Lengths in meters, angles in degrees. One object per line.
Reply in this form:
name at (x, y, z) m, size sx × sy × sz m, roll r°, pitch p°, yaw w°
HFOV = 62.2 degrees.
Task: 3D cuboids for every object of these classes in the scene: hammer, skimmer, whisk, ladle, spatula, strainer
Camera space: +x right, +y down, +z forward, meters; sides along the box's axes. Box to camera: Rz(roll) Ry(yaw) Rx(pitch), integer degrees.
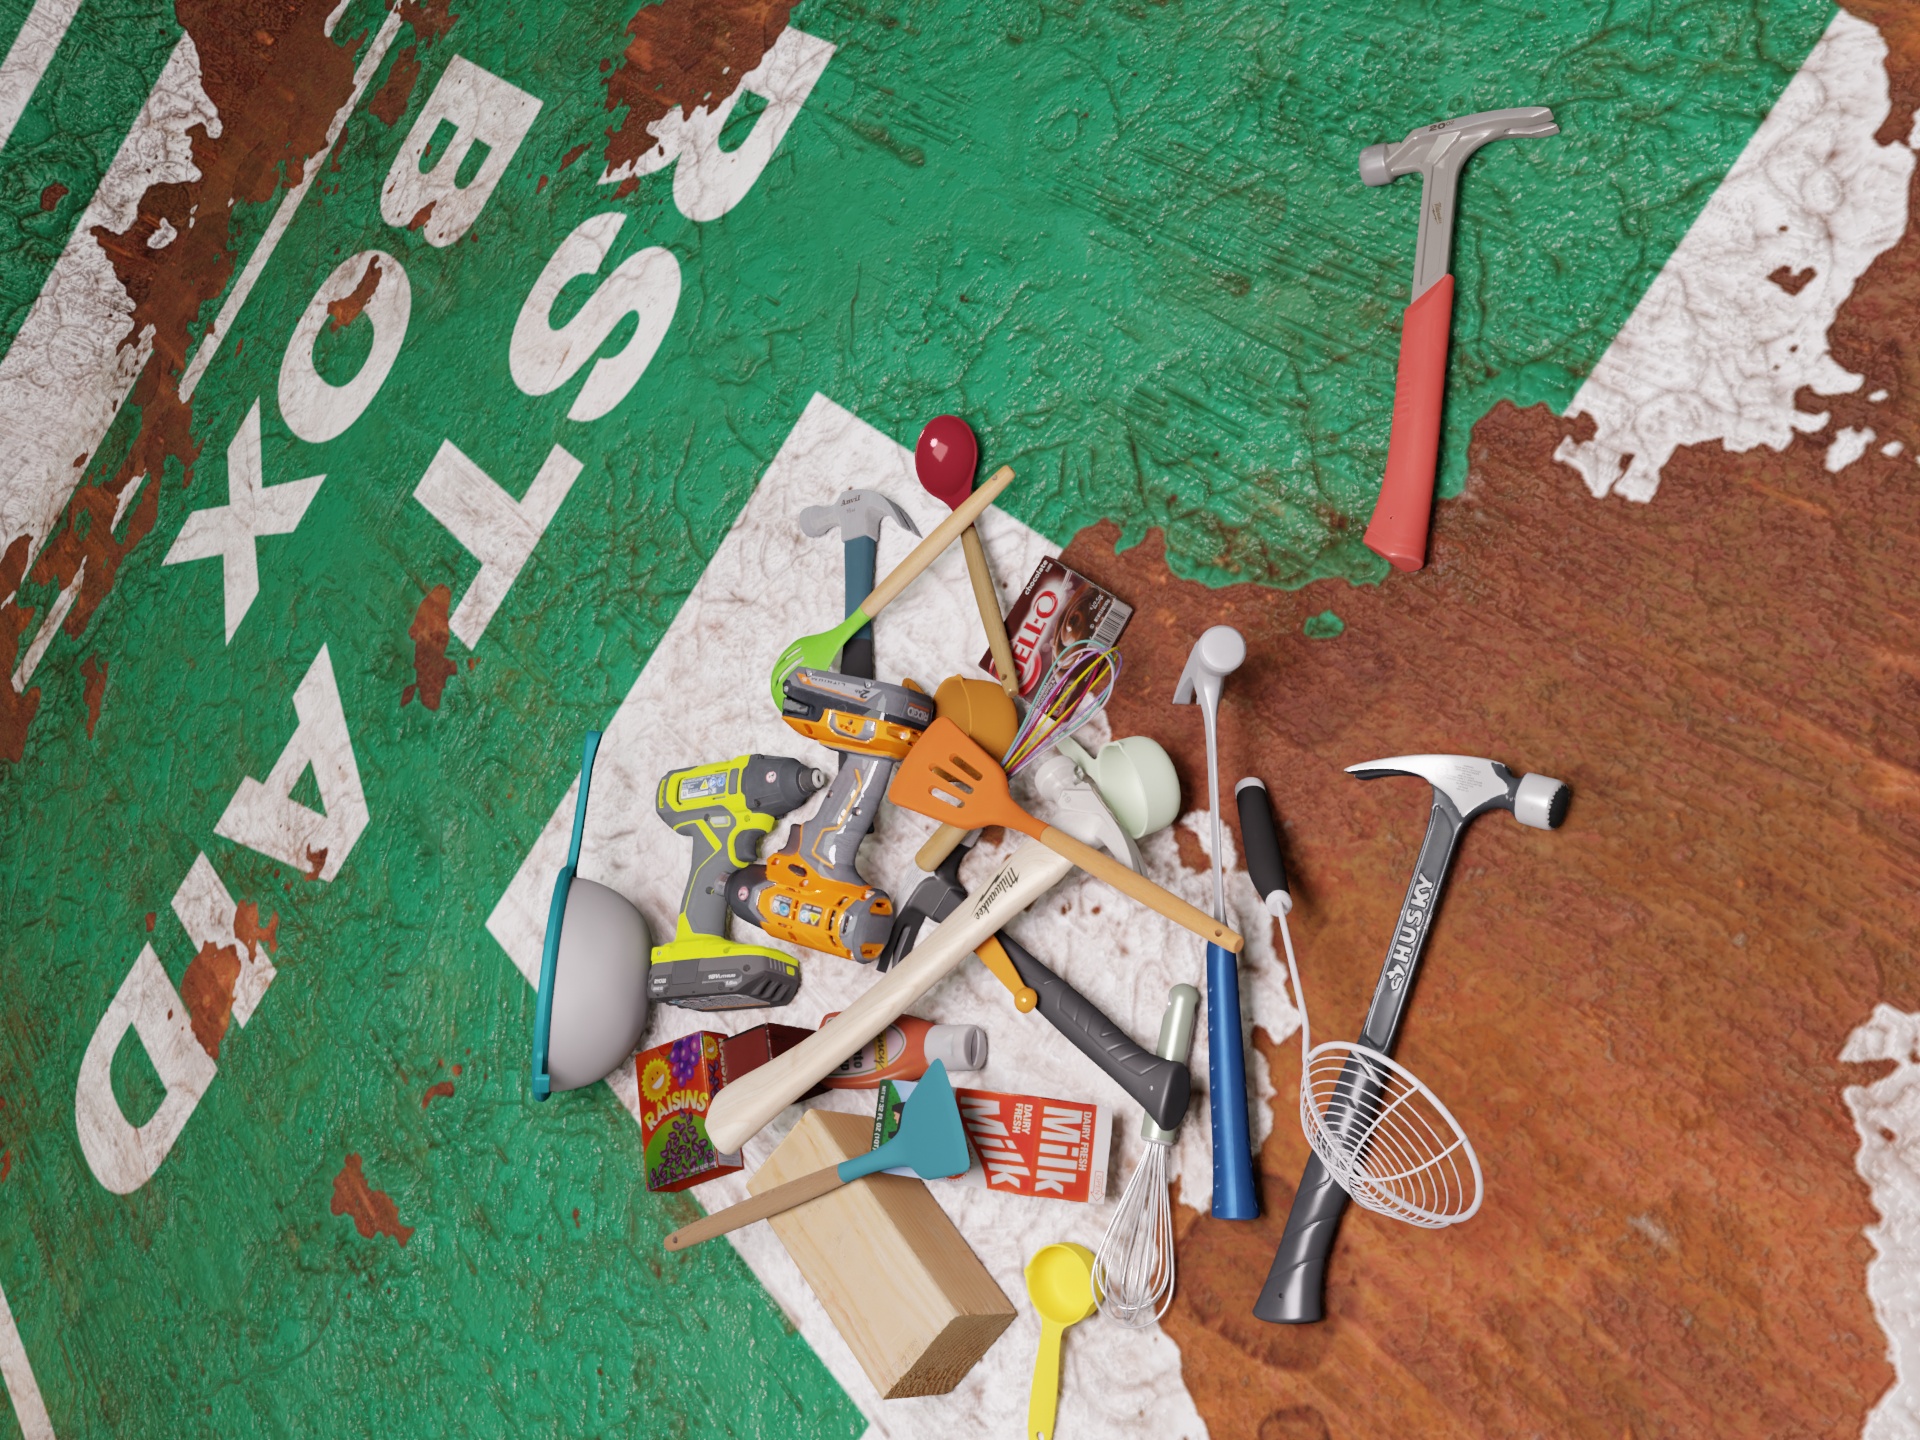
hammer at (-0.095, -0.057, 1.446) m, size 0.128 × 0.033 × 0.331 m, roll -13°, pitch 68°, yaw 33°
skimmer at (0.251, 0.164, 1.054) m, size 0.090 × 0.127 × 0.364 m, roll -6°, pitch 40°, yaw 3°
hammer at (-0.035, 0.206, 1.231) m, size 0.410 × 0.038 × 0.146 m, roll -41°, pitch 46°, yaw 8°
hammer at (0.186, 0.144, 1.141) m, size 0.035 × 0.144 × 0.406 m, roll -1°, pitch 81°, yaw 0°
hammer at (0.279, 0.215, 1.086) m, size 0.149 × 0.036 × 0.409 m, roll 17°, pitch 85°, yaw 39°
whisk at (0.043, 0.030, 1.263) m, size 0.245 × 0.051 × 0.047 m, roll -49°, pitch 13°, yaw 17°
hammer at (0.054, 0.206, 1.227) m, size 0.335 × 0.035 × 0.146 m, roll 36°, pitch 97°, yaw 45°
whisk at (0.142, 0.312, 1.150) m, size 0.059 × 0.057 × 0.246 m, roll 12°, pitch 77°, yaw 3°
ladle at (0.012, -0.145, 1.375) m, size 0.069 × 0.031 × 0.316 m, roll -37°, pitch 48°, yaw 28°
spatula at (-0.115, 0.349, 1.203) m, size 0.317 × 0.044 × 0.082 m, roll -29°, pitch 63°, yaw 25°
strainer at (-0.323, 0.180, 1.463) m, size 0.095 × 0.211 × 0.340 m, roll 7°, pitch 77°, yaw -9°
hammer at (0.358, -0.287, 1.194) m, size 0.149 × 0.036 × 0.359 m, roll 0°, pitch 74°, yaw 36°
spatula at (0.076, 0.091, 1.167) m, size 0.323 × 0.041 × 0.081 m, roll 28°, pitch 81°, yaw 42°

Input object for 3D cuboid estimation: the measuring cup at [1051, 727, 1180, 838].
measuring cup at (0.121, 0.034, 1.249) m, size 0.168 × 0.038 × 0.083 m, roll -139°, pitch 37°, yaw -60°

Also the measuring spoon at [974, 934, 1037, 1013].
measuring spoon at (0.024, 0.183, 1.231) m, size 0.021 × 0.011 × 0.117 m, roll -51°, pitch 46°, yaw 11°

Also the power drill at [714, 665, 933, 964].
power drill at (-0.119, 0.075, 1.330) m, size 0.164 × 0.084 × 0.226 m, roll 11°, pitch 86°, yaw 28°

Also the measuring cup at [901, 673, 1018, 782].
measuring cup at (-0.002, -0.004, 1.355) m, size 0.174 × 0.052 × 0.095 m, roll -137°, pitch 56°, yaw -63°

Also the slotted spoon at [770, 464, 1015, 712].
slotted spoon at (-0.066, -0.115, 1.400) m, size 0.313 × 0.031 × 0.070 m, roll -42°, pitch 51°, yaw 20°

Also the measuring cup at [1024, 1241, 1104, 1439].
measuring cup at (0.072, 0.460, 1.166) m, size 0.062 × 0.029 × 0.156 m, roll 9°, pitch 92°, yaw 37°

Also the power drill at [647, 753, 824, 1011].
power drill at (-0.202, 0.142, 1.431) m, size 0.171 × 0.080 × 0.223 m, roll -10°, pitch 67°, yaw 29°
